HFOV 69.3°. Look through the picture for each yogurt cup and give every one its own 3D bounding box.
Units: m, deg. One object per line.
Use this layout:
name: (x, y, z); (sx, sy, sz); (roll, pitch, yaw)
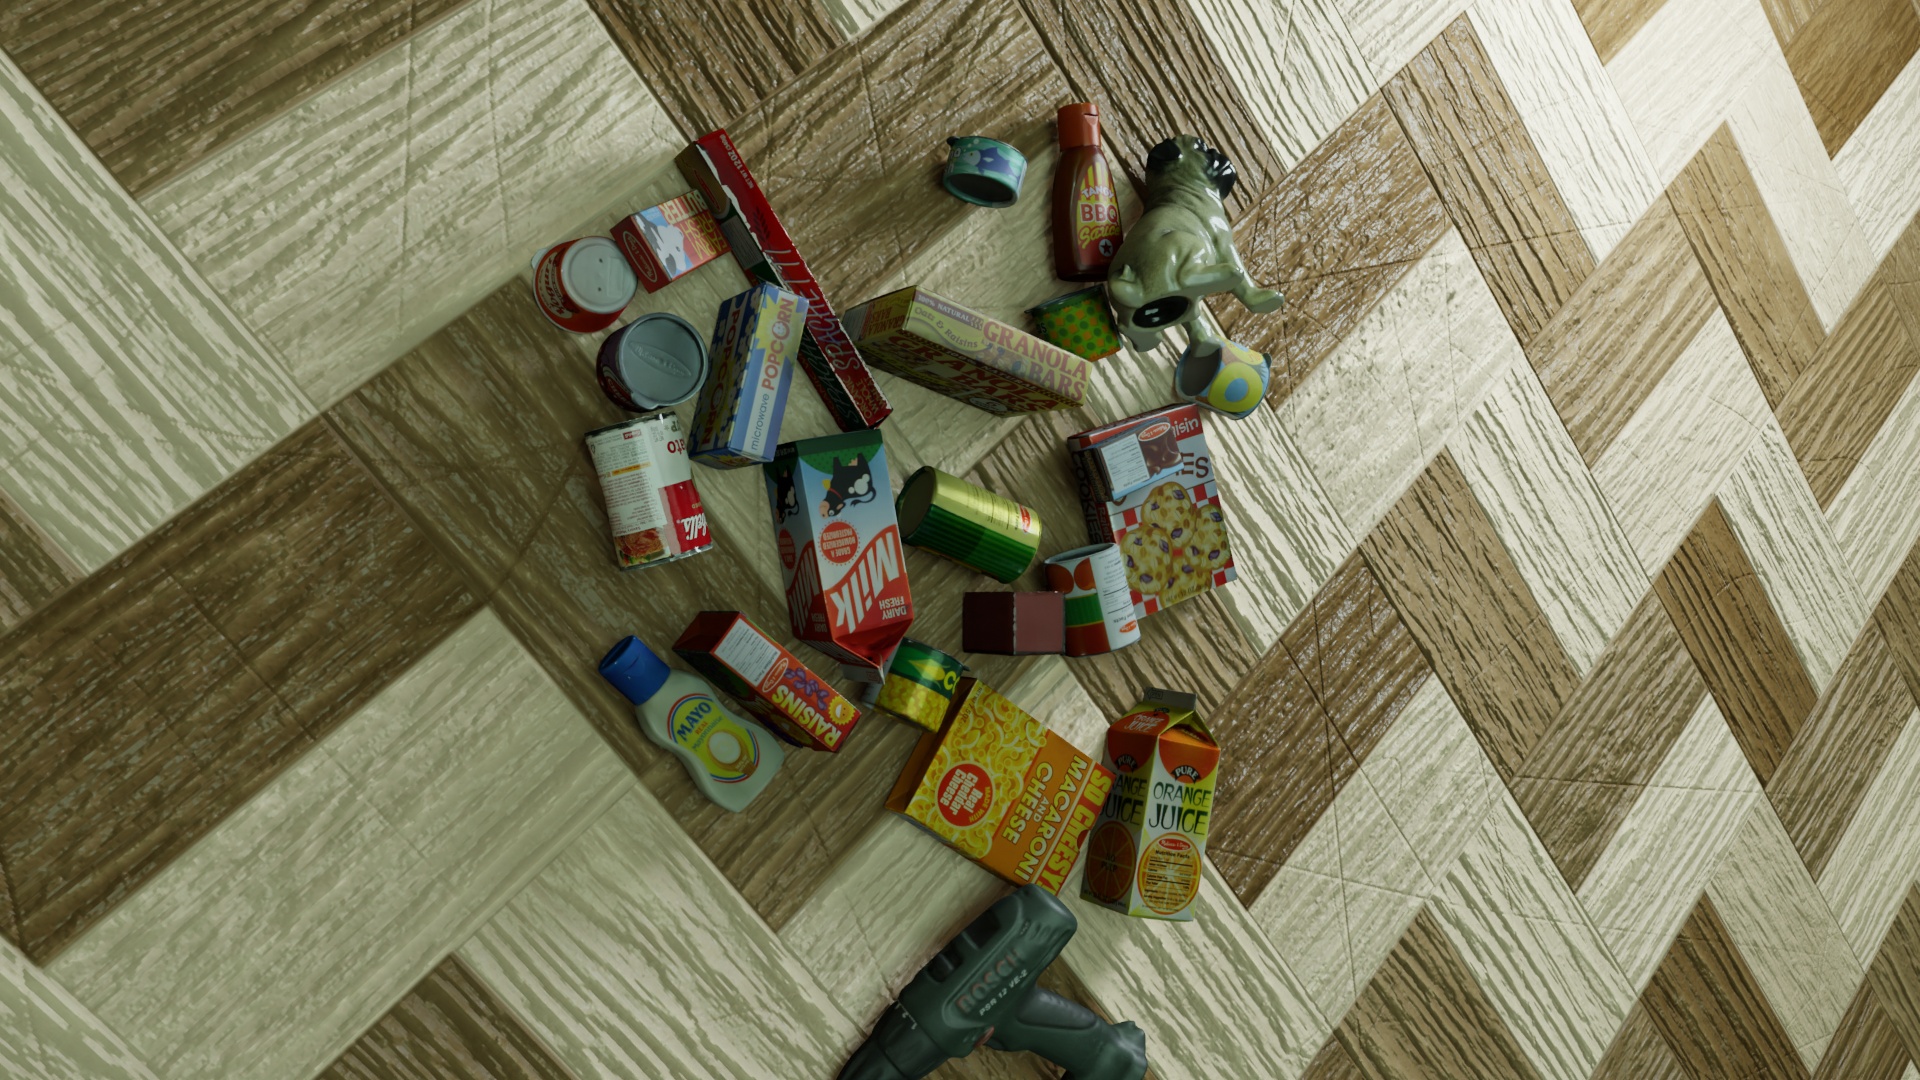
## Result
yogurt cup: (-0.262, -0.183, 0.981); (0.072, 0.054, 0.072); (1, 88, -31)

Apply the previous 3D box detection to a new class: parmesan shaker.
parmesan shaker: (0.004, -0.014, 1.122); (0.103, 0.071, 0.071); (22, 77, -26)

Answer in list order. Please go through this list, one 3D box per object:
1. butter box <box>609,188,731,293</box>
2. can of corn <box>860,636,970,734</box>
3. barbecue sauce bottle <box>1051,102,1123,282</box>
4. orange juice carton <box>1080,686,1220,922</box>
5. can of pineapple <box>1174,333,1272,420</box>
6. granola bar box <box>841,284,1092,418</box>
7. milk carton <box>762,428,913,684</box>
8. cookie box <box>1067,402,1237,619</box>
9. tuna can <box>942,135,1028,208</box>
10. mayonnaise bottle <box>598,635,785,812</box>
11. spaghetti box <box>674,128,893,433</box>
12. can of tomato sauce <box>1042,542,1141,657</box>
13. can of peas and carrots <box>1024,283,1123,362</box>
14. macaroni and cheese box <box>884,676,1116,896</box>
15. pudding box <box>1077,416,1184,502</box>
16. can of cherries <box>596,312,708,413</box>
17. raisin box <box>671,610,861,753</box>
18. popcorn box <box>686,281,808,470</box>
butter box: (-0.206, -0.217, 0.999); (0.053, 0.024, 0.104); (60, 26, -13)
can of corn: (-0.035, 0.114, 1.090); (0.071, 0.071, 0.058); (30, 75, -26)
barbecue sauce bottle: (0.107, -0.301, 1.203); (0.065, 0.043, 0.148); (-5, 90, -36)
orange juice carton: (0.167, 0.224, 1.201); (0.073, 0.071, 0.193); (15, 81, -29)
can of pineapple: (0.237, -0.150, 1.258); (0.058, 0.071, 0.071); (17, 80, -28)
granola bar box: (0.002, -0.145, 1.090); (0.165, 0.124, 0.039); (19, 81, -28)
milk carton: (-0.091, 0.015, 1.061); (0.074, 0.072, 0.190); (-12, 94, -30)
cookie box: (0.170, -0.028, 1.231); (0.123, 0.040, 0.167); (-18, 98, -29)
tuna can: (0.017, -0.302, 1.139); (0.071, 0.071, 0.033); (19, 80, -28)
mayonnaise bottle: (-0.198, 0.131, 1.012); (0.148, 0.041, 0.065); (47, 69, -20)
spaghetti box: (-0.133, -0.192, 1.058); (0.029, 0.050, 0.249); (-38, 107, -24)
can of tomato sauce: (0.109, 0.051, 1.180); (0.071, 0.071, 0.083); (-18, 97, -29)
can of peas and carrots: (0.097, -0.179, 1.181); (0.071, 0.071, 0.058); (-25, 101, -28)
macaroni and cheese box: (0.037, 0.207, 1.144); (0.166, 0.040, 0.124); (37, 72, -23)
pudding box: (0.145, -0.068, 1.176); (0.084, 0.030, 0.049); (-24, 100, -28)
can of cherries: (-0.224, -0.125, 0.998); (0.071, 0.058, 0.071); (1, 88, -31)
raisin box: (-0.143, 0.104, 1.019); (0.123, 0.086, 0.040); (43, 67, -22)
popcorn box: (-0.158, -0.118, 1.020); (0.038, 0.085, 0.127); (17, 80, -30)
